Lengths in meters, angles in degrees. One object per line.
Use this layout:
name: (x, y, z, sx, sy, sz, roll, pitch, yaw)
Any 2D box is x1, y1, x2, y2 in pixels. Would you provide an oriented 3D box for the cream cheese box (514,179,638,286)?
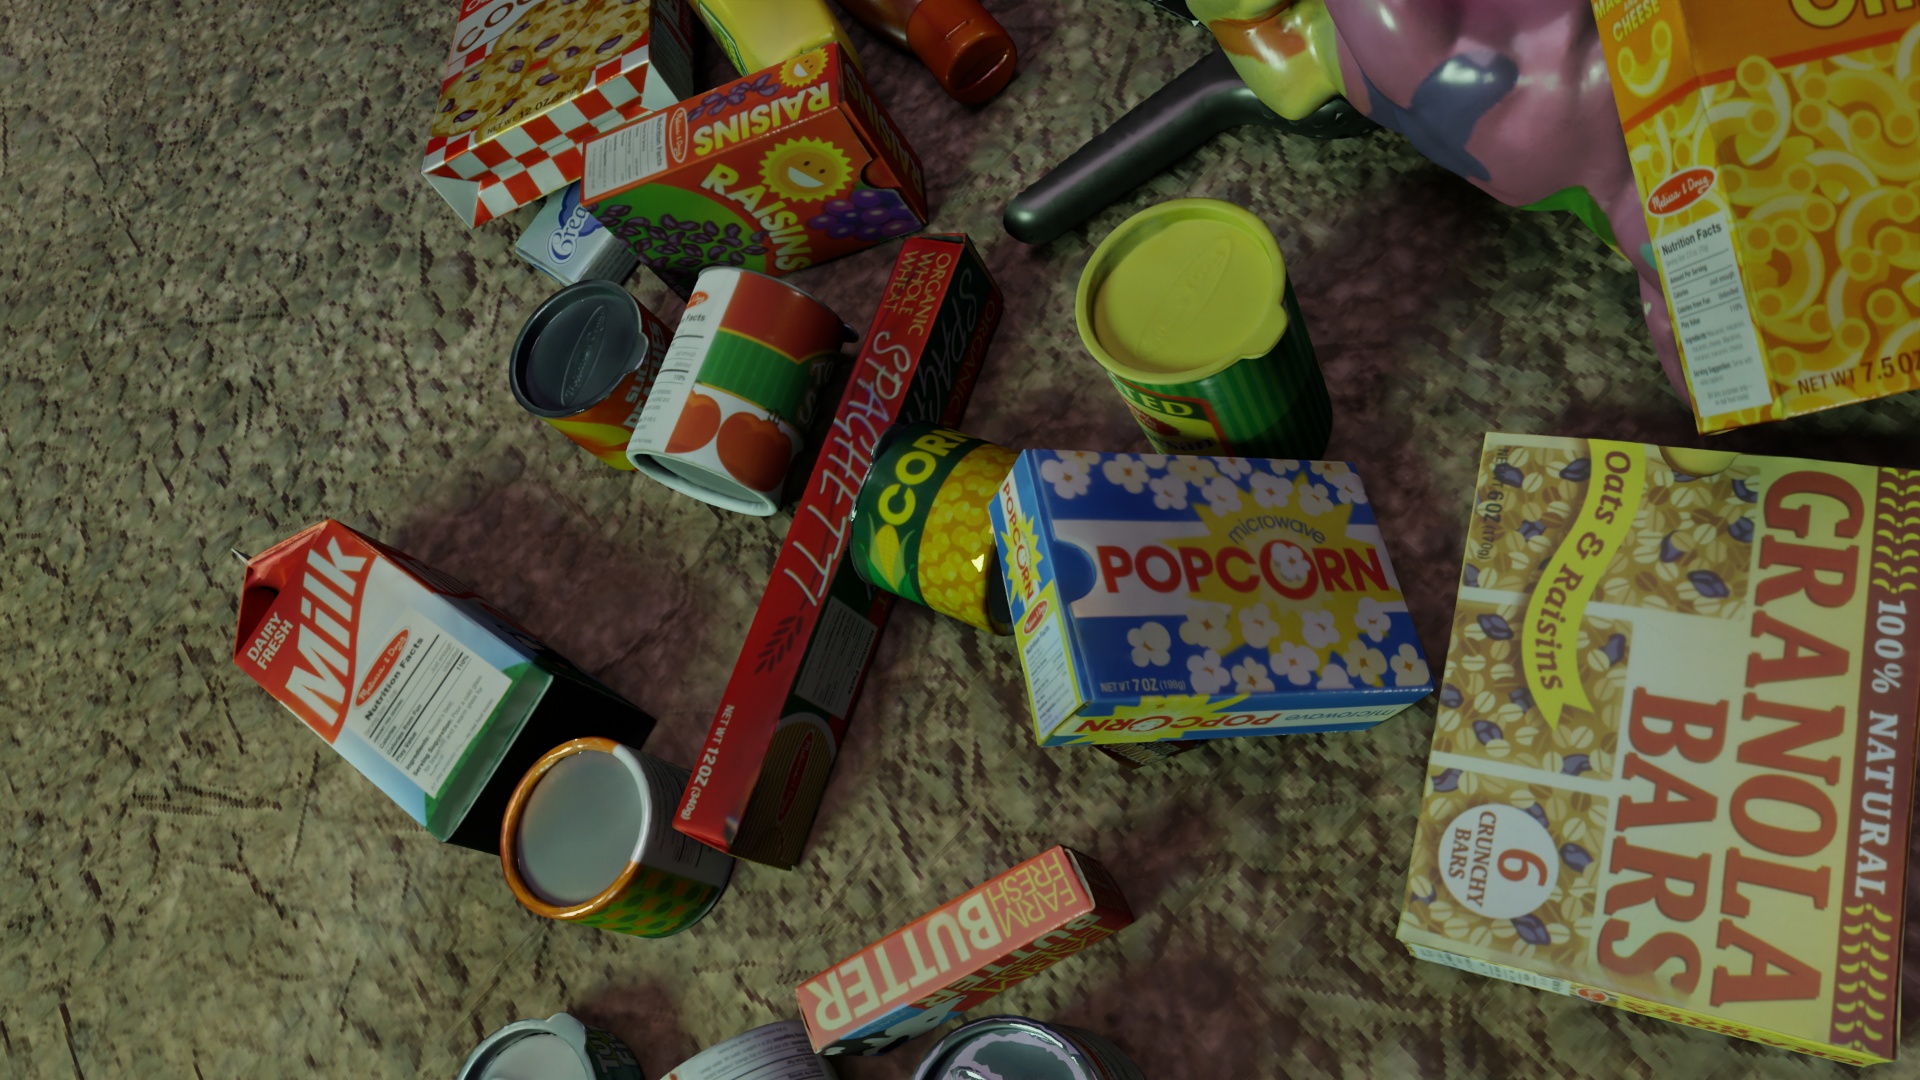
cream cheese box: (-0.164, -0.167, 0.671, 0.053, 0.024, 0.104, 33, 84, 33)

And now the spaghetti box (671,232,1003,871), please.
spaghetti box: (-0.041, 0.000, 0.534, 0.029, 0.050, 0.250, 13, 74, 26)

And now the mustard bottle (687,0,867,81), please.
mustard bottle: (-0.098, -0.253, 0.660, 0.049, 0.065, 0.161, -33, 54, -3)

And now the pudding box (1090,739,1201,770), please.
pudding box: (0.054, 0.032, 0.479, 0.030, 0.049, 0.084, -20, 62, 17)

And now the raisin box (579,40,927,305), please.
raisin box: (-0.087, -0.154, 0.597, 0.123, 0.086, 0.040, -15, 62, 17)

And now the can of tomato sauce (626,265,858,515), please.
can of tomato sauce: (-0.090, -0.059, 0.572, 0.071, 0.071, 0.083, 12, 75, 27)

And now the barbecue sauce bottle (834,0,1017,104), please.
barbecue sauce bottle: (-0.025, -0.259, 0.640, 0.065, 0.043, 0.149, -36, 60, 6)

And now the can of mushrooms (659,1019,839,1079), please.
can of mushrooms: (-0.072, 0.191, 0.458, 0.071, 0.071, 0.033, -37, 60, 6)

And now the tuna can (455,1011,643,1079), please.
tuna can: (-0.148, 0.206, 0.502, 0.071, 0.032, 0.071, -9, 66, 20)

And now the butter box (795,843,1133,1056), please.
butter box: (0.002, 0.136, 0.455, 0.103, 0.053, 0.024, -31, 62, 9)

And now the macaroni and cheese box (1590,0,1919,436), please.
macaroni and cheese box: (0.232, -0.122, 0.346, 0.124, 0.040, 0.166, -13, 89, -3)

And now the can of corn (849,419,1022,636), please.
can of corn: (0.002, -0.006, 0.505, 0.058, 0.071, 0.071, 20, 78, 28)

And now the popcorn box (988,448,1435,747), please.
popcorn box: (0.079, 0.017, 0.440, 0.127, 0.038, 0.085, 1, 62, -23)

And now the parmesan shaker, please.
parmesan shaker: (0.088, -0.058, 0.472, 0.071, 0.103, 0.071, -9, 66, 20)

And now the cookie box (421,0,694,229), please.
cookie box: (-0.193, -0.240, 0.684, 0.123, 0.040, 0.168, -21, 47, 13)

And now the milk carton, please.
milk carton: (-0.227, 0.053, 0.578, 0.191, 0.072, 0.073, 27, 81, 29)

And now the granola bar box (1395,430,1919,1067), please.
granola bar box: (0.207, 0.053, 0.410, 0.124, 0.039, 0.166, 8, 72, 26)

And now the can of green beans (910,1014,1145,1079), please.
can of green beans: (0.022, 0.181, 0.424, 0.071, 0.057, 0.071, -9, 66, 20)

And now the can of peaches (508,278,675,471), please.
can of peaches: (-0.150, -0.070, 0.605, 0.071, 0.058, 0.071, -9, 65, 19)

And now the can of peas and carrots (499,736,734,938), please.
can of peas and carrots: (-0.129, 0.113, 0.518, 0.071, 0.058, 0.071, -9, 65, 20)
